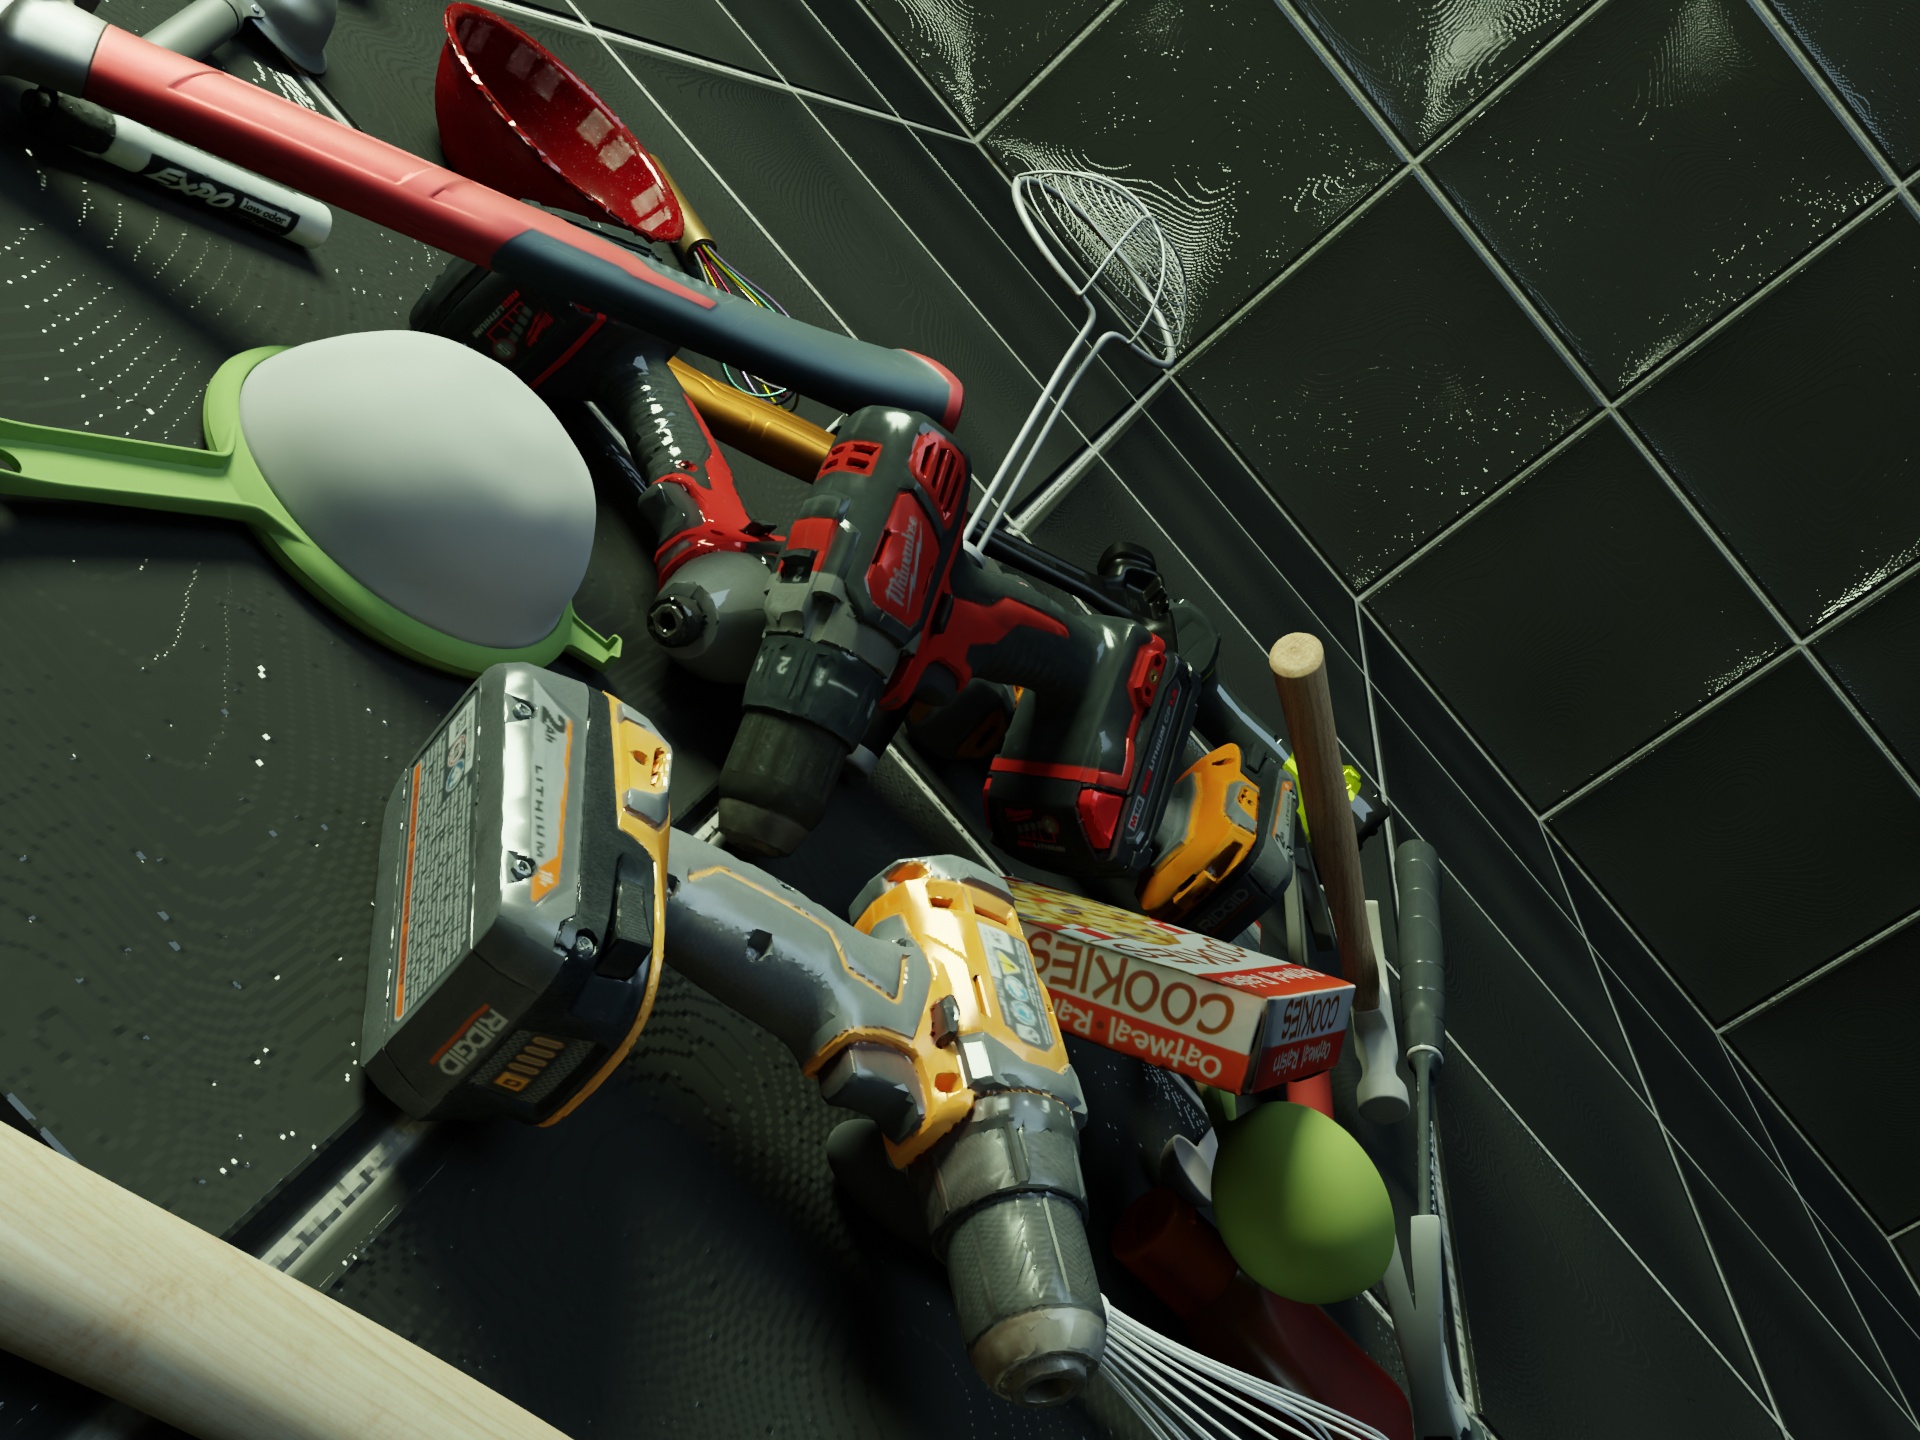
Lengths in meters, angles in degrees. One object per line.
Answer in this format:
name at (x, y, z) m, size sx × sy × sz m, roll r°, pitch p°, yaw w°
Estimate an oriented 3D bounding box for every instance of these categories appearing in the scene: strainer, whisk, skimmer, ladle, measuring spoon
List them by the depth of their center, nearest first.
strainer at (-0.201, -0.090, 0.518) m, size 0.151 × 0.069 × 0.256 m, roll 55°, pitch 19°, yaw 11°
whisk at (0.063, 0.226, 0.561) m, size 0.284 × 0.070 × 0.070 m, roll 41°, pitch 22°, yaw -13°
strainer at (-0.321, -0.312, 0.700) m, size 0.086 × 0.050 × 0.259 m, roll 56°, pitch 18°, yaw -33°
ladle at (0.126, 0.160, 0.734) m, size 0.320 × 0.062 × 0.078 m, roll -96°, pitch 180°, yaw -78°
measuring spoon at (0.117, 0.212, 0.764) m, size 0.034 × 0.018 × 0.124 m, roll 57°, pitch 14°, yaw 16°
skimmer at (0.015, -0.130, 0.806) m, size 0.127 × 0.363 × 0.090 m, roll 38°, pitch -20°, yaw -27°
whisk at (-0.156, -0.279, 1.005) m, size 0.245 × 0.051 × 0.047 m, roll 57°, pitch 0°, yaw 29°

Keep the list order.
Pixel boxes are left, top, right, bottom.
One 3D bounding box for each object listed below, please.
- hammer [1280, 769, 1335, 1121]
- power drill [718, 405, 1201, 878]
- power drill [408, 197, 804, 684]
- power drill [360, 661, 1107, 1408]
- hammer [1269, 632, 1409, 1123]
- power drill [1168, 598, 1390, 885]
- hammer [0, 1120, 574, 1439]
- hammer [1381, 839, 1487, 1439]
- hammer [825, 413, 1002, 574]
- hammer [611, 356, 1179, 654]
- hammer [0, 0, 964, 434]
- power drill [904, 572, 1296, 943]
hammer at (0.201, 0.180, 0.926) m, size 0.359 × 0.037 × 0.149 m, roll -75°, pitch 150°, yaw -60°
power drill at (-0.001, -0.002, 0.688) m, size 0.226 × 0.080 × 0.188 m, roll 35°, pitch 69°, yaw -43°
power drill at (-0.136, -0.112, 0.698) m, size 0.220 × 0.078 × 0.143 m, roll 56°, pitch 21°, yaw 6°
power drill at (-0.052, 0.095, 0.466) m, size 0.226 × 0.084 × 0.186 m, roll 28°, pitch 30°, yaw -34°
hammer at (0.219, 0.084, 0.917) m, size 0.130 × 0.031 × 0.331 m, roll -83°, pitch 158°, yaw -49°
power drill at (0.189, 0.009, 1.142) m, size 0.223 × 0.080 × 0.171 m, roll 47°, pitch -6°, yaw -6°
hammer at (-0.153, 0.113, 0.318) m, size 0.410 × 0.038 × 0.146 m, roll 43°, pitch 20°, yaw -23°
hammer at (0.248, 0.190, 0.856) m, size 0.409 × 0.036 × 0.149 m, roll -66°, pitch 143°, yaw -57°
hammer at (0.025, -0.080, 1.042) m, size 0.335 × 0.035 × 0.146 m, roll 58°, pitch 20°, yaw 17°
hammer at (-0.033, -0.114, 0.835) m, size 0.336 × 0.034 × 0.127 m, roll 24°, pitch 31°, yaw -18°
hammer at (-0.166, -0.171, 0.599) m, size 0.386 × 0.038 × 0.143 m, roll 18°, pitch 43°, yaw -29°
power drill at (0.079, 0.009, 0.887) m, size 0.226 × 0.084 × 0.164 m, roll 37°, pitch 30°, yaw -9°
